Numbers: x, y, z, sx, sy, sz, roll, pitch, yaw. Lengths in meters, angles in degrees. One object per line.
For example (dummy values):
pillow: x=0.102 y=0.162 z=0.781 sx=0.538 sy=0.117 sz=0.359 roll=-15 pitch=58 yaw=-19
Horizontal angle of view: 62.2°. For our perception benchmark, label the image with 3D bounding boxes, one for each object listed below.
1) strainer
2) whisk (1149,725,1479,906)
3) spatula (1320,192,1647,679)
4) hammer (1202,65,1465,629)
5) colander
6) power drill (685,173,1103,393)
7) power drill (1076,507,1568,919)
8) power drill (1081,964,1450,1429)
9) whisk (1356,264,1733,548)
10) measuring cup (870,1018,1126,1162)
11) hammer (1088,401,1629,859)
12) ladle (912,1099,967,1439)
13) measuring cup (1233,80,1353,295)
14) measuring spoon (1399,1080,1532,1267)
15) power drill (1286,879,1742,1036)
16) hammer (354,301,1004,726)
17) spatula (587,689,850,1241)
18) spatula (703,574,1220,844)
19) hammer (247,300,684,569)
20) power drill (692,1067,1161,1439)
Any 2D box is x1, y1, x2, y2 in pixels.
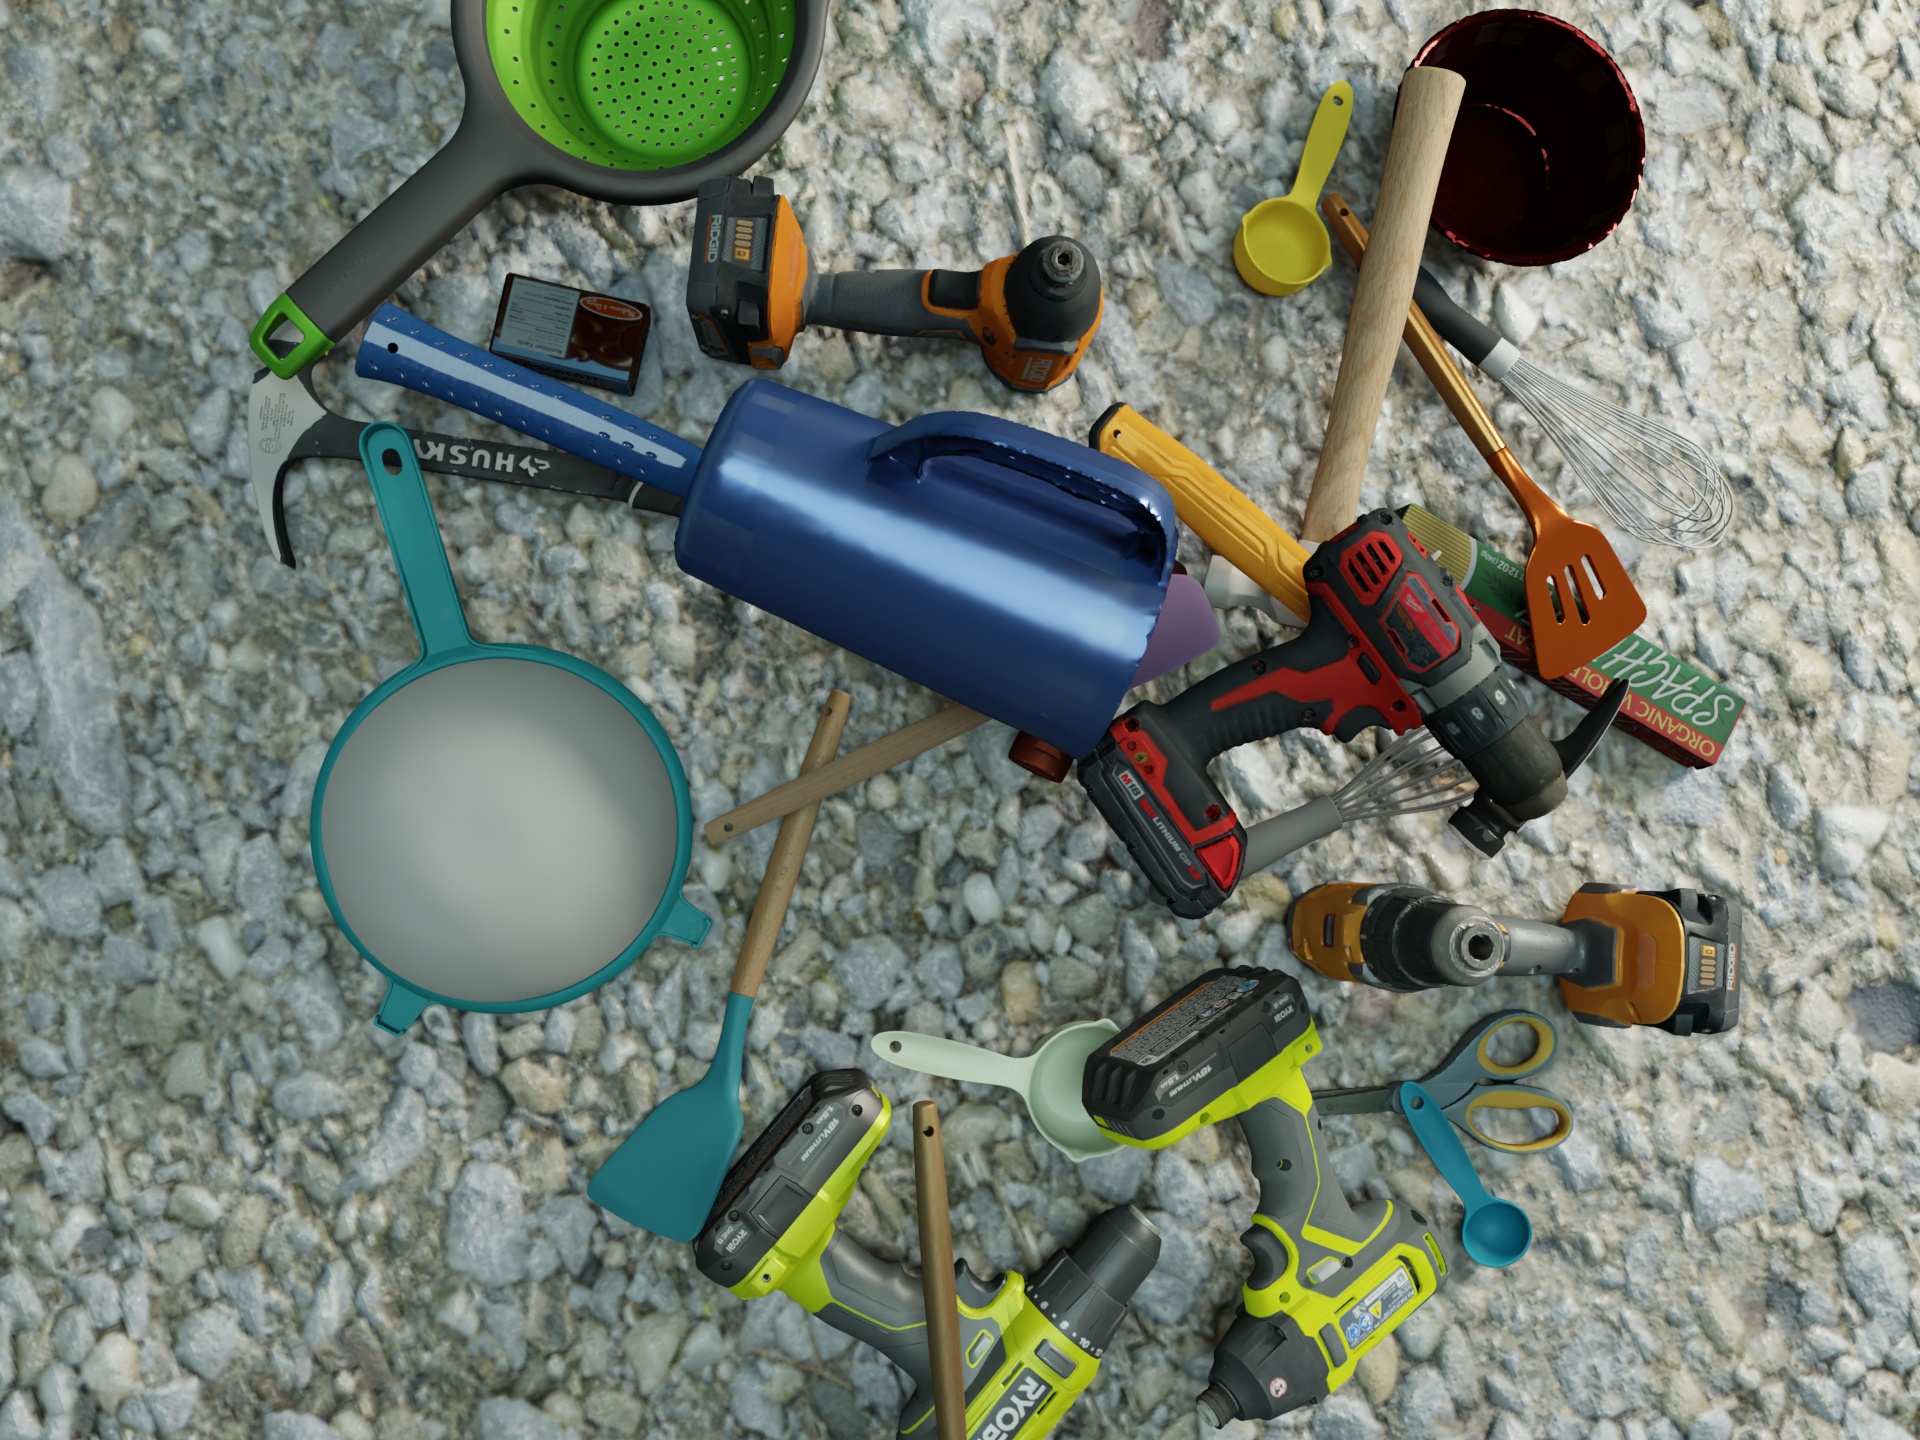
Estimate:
strainer: x=-0.270 y=0.002 z=0.856 sx=0.211 sy=0.095 sz=0.340 roll=-16 pitch=96 yaw=-6
whisk: x=0.222 y=0.056 z=0.954 sx=0.239 sy=0.055 sz=0.055 roll=-24 pitch=89 yaw=-3
spatula: x=0.306 y=-0.179 z=0.962 sx=0.081 sy=0.041 sz=0.323 roll=-31 pitch=85 yaw=-7
hammer: x=0.243 y=-0.215 z=0.937 sx=0.130 sy=0.031 sz=0.331 roll=14 pitch=95 yaw=10
colander: x=-0.236 y=-0.331 z=0.907 sx=0.397 sy=0.094 sz=0.204 roll=-43 pitch=91 yaw=-1
power drill: x=-0.033 y=-0.241 z=0.885 sx=0.226 sy=0.164 sz=0.084 roll=6 pitch=87 yaw=-4
power drill: x=0.198 y=0.019 z=0.875 sx=0.226 sy=0.080 sz=0.188 roll=-36 pitch=89 yaw=11
power drill: x=0.166 y=0.267 z=0.889 sx=0.171 sy=0.080 sz=0.223 roll=-30 pitch=99 yaw=-24
whisk: x=0.357 y=-0.202 z=0.981 sx=0.284 sy=0.070 sz=0.070 roll=39 pitch=83 yaw=2
measuring cup: x=0.029 y=0.203 z=0.924 sx=0.167 sy=0.038 sz=0.083 roll=13 pitch=85 yaw=-3
hammer: x=0.214 y=-0.074 z=0.915 sx=0.337 sy=0.034 sz=0.127 roll=40 pitch=101 yaw=5
ladle: x=-0.003 y=0.362 z=0.832 sx=0.078 sy=0.062 sz=0.320 roll=-5 pitch=90 yaw=-14
measuring cup: x=0.213 y=-0.332 z=0.993 sx=0.062 sy=0.029 sz=0.156 roll=24 pitch=72 yaw=-7
measuring spoon: x=0.297 y=0.268 z=0.954 sx=0.042 sy=0.021 sz=0.128 roll=-31 pitch=93 yaw=3
power drill: x=0.319 y=0.127 z=0.890 sx=0.226 sy=0.185 sz=0.084 roll=6 pitch=84 yaw=-9
hammer: x=-0.128 y=-0.135 z=0.887 sx=0.405 sy=0.035 sz=0.144 roll=22 pitch=100 yaw=-12
spatula: x=-0.121 y=0.130 z=0.907 sx=0.082 sy=0.044 sz=0.317 roll=12 pitch=80 yaw=33
spatula: x=-0.001 y=-0.003 z=0.908 sx=0.316 sy=0.018 sz=0.060 roll=-25 pitch=96 yaw=-1
hammer: x=-0.203 y=-0.135 z=0.922 sx=0.409 sy=0.036 sz=0.149 roll=9 pitch=86 yaw=-6
power drill: x=-0.016 y=0.303 z=0.893 sx=0.228 sy=0.080 sz=0.190 roll=41 pitch=84 yaw=-5
